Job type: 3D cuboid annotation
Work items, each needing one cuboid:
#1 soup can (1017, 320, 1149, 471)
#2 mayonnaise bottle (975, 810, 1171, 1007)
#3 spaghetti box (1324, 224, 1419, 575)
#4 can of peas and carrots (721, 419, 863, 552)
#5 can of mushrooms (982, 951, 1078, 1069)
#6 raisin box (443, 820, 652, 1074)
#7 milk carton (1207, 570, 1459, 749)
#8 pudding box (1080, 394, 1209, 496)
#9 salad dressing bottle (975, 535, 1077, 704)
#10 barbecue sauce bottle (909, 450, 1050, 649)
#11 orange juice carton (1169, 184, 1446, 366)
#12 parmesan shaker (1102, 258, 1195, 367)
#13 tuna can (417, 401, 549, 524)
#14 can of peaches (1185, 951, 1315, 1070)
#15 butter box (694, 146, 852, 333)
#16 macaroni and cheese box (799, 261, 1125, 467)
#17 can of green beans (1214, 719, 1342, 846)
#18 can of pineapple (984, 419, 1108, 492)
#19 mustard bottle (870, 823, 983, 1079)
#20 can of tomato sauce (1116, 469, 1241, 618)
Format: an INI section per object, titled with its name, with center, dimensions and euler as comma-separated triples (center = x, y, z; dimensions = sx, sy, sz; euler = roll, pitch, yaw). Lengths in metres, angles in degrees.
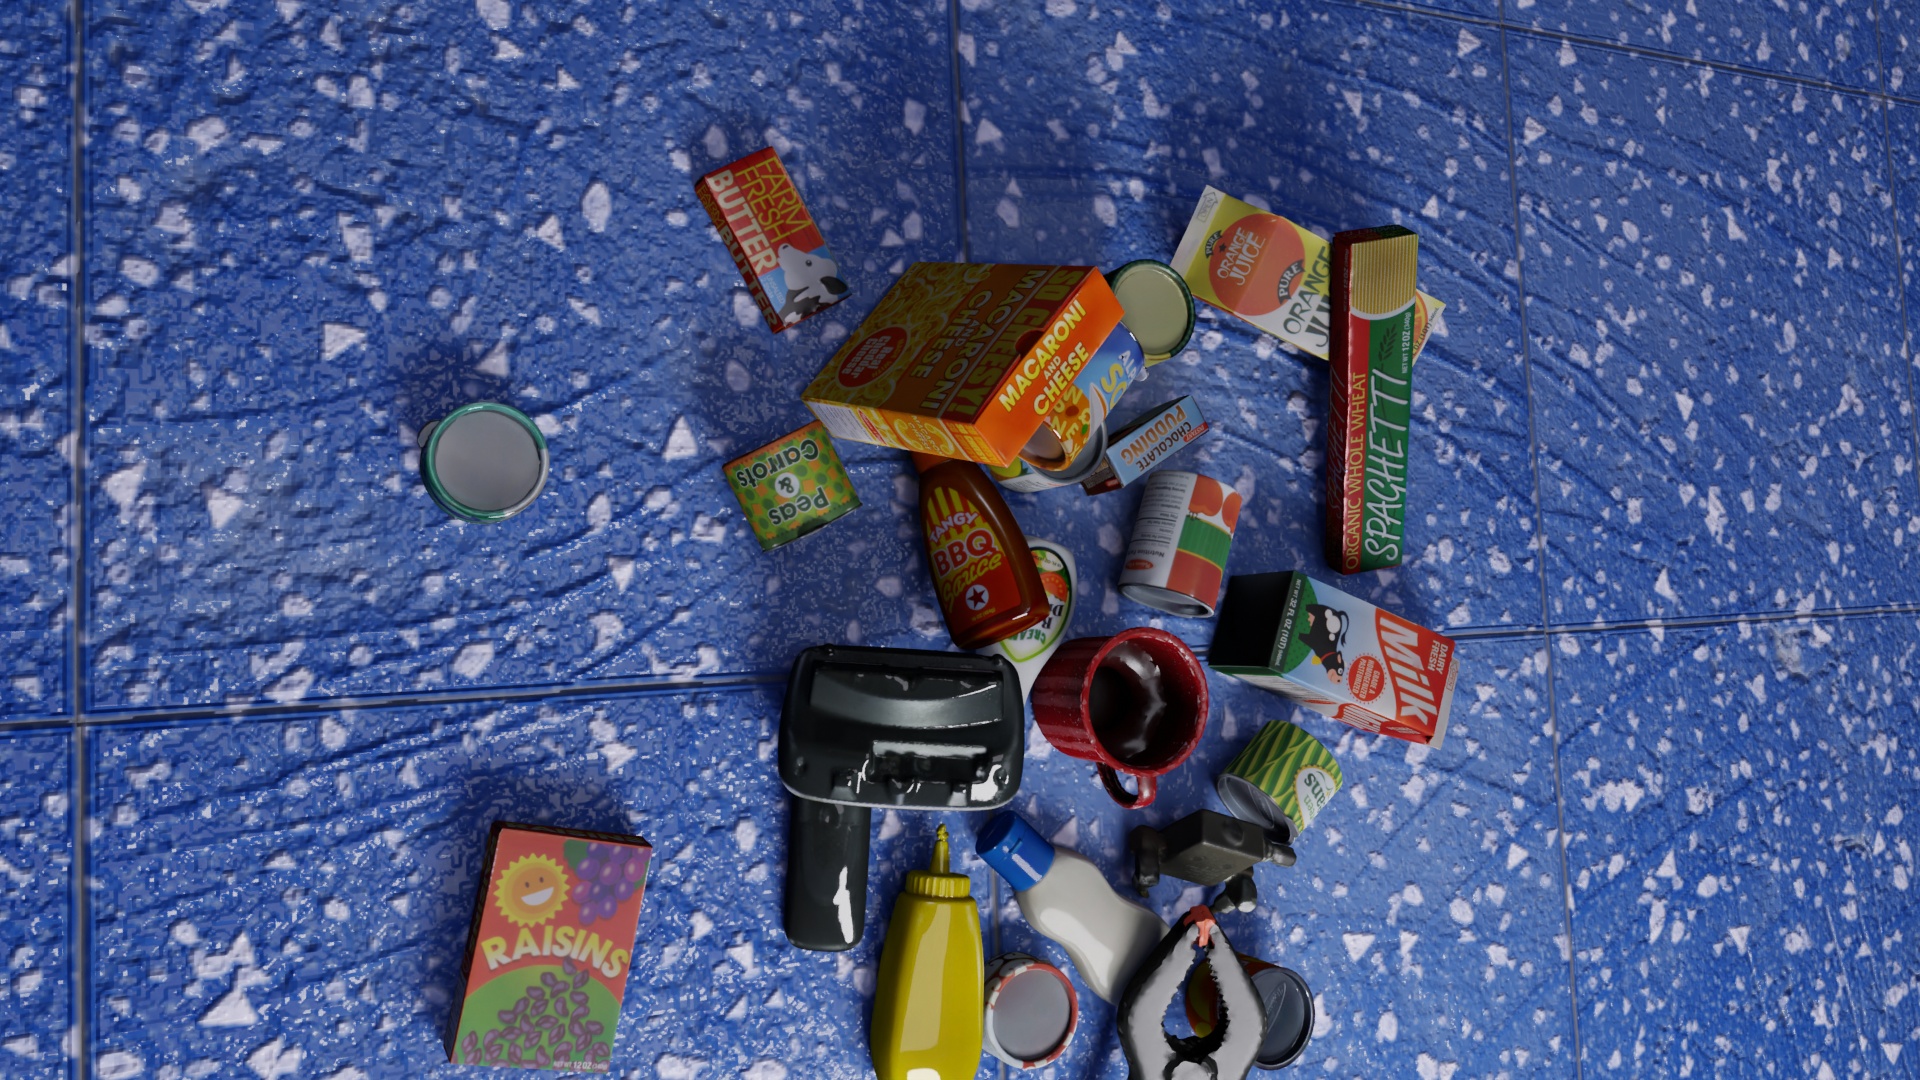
[soup can]
center = 0.064, -0.092, 0.838
dimensions = 0.071, 0.071, 0.084
euler = 43, 70, -16
[mayonnaise bottle]
center = 0.072, 0.233, 0.893
dimensions = 0.148, 0.041, 0.065
euler = 45, 76, -14
[spaghetti box]
center = 0.284, -0.092, 0.966
dimensions = 0.050, 0.029, 0.248
euler = -10, 116, -9
[can of peas and carrots]
center = -0.100, -0.032, 0.821
dimensions = 0.071, 0.071, 0.058
euler = -29, 97, -24
[can of mushrooms]
center = 0.041, 0.295, 0.877
dimensions = 0.071, 0.033, 0.071
euler = 2, 84, -24
[raisin box]
center = -0.224, 0.221, 0.759
dimensions = 0.086, 0.040, 0.123
euler = 13, 81, -22
[milk carton]
center = 0.278, 0.087, 0.983
dimensions = 0.190, 0.073, 0.072
euler = 23, 76, -22
[pudding box]
center = 0.120, -0.064, 0.936
dimensions = 0.084, 0.049, 0.030
euler = -32, 98, -24
[salad dressing bottle]
center = 0.032, 0.072, 0.886
dimensions = 0.064, 0.044, 0.148
euler = 18, 78, -10
[barbecue sauce bottle]
center = 0.003, -0.011, 0.861
dimensions = 0.044, 0.064, 0.149
euler = 11, 56, -60
[orange juice carton]
center = 0.235, -0.177, 0.976
dimensions = 0.193, 0.073, 0.071
euler = 21, 102, -21
[parmesan shaker]
center = 0.100, -0.139, 0.904
dimensions = 0.071, 0.103, 0.071
euler = 2, 85, -25
[tuna can]
center = -0.264, -0.044, 0.767
dimensions = 0.071, 0.033, 0.071
euler = 2, 85, -25
[can of peaches]
center = 0.192, 0.312, 0.932
dimensions = 0.071, 0.058, 0.071
euler = 2, 85, -24
[butter box]
center = -0.115, -0.184, 0.853
dimensions = 0.053, 0.024, 0.103
euler = -33, 99, -24
[macaroni and cheese box]
center = -0.003, -0.109, 0.818
dimensions = 0.124, 0.166, 0.040
euler = -53, 127, -19
[can of green beans]
center = 0.218, 0.166, 0.952
dimensions = 0.058, 0.071, 0.071
euler = -41, 103, -22
[can of pineapple]
center = 0.053, -0.068, 0.901
dimensions = 0.071, 0.058, 0.071
euler = 2, 85, -25
[mustard bottle]
center = -0.016, 0.253, 0.846
dimensions = 0.065, 0.048, 0.160
euler = 9, 81, -24
[can of tomato sauce]
center = 0.149, 0.003, 0.936
dimensions = 0.071, 0.071, 0.083
euler = 22, 76, -22
